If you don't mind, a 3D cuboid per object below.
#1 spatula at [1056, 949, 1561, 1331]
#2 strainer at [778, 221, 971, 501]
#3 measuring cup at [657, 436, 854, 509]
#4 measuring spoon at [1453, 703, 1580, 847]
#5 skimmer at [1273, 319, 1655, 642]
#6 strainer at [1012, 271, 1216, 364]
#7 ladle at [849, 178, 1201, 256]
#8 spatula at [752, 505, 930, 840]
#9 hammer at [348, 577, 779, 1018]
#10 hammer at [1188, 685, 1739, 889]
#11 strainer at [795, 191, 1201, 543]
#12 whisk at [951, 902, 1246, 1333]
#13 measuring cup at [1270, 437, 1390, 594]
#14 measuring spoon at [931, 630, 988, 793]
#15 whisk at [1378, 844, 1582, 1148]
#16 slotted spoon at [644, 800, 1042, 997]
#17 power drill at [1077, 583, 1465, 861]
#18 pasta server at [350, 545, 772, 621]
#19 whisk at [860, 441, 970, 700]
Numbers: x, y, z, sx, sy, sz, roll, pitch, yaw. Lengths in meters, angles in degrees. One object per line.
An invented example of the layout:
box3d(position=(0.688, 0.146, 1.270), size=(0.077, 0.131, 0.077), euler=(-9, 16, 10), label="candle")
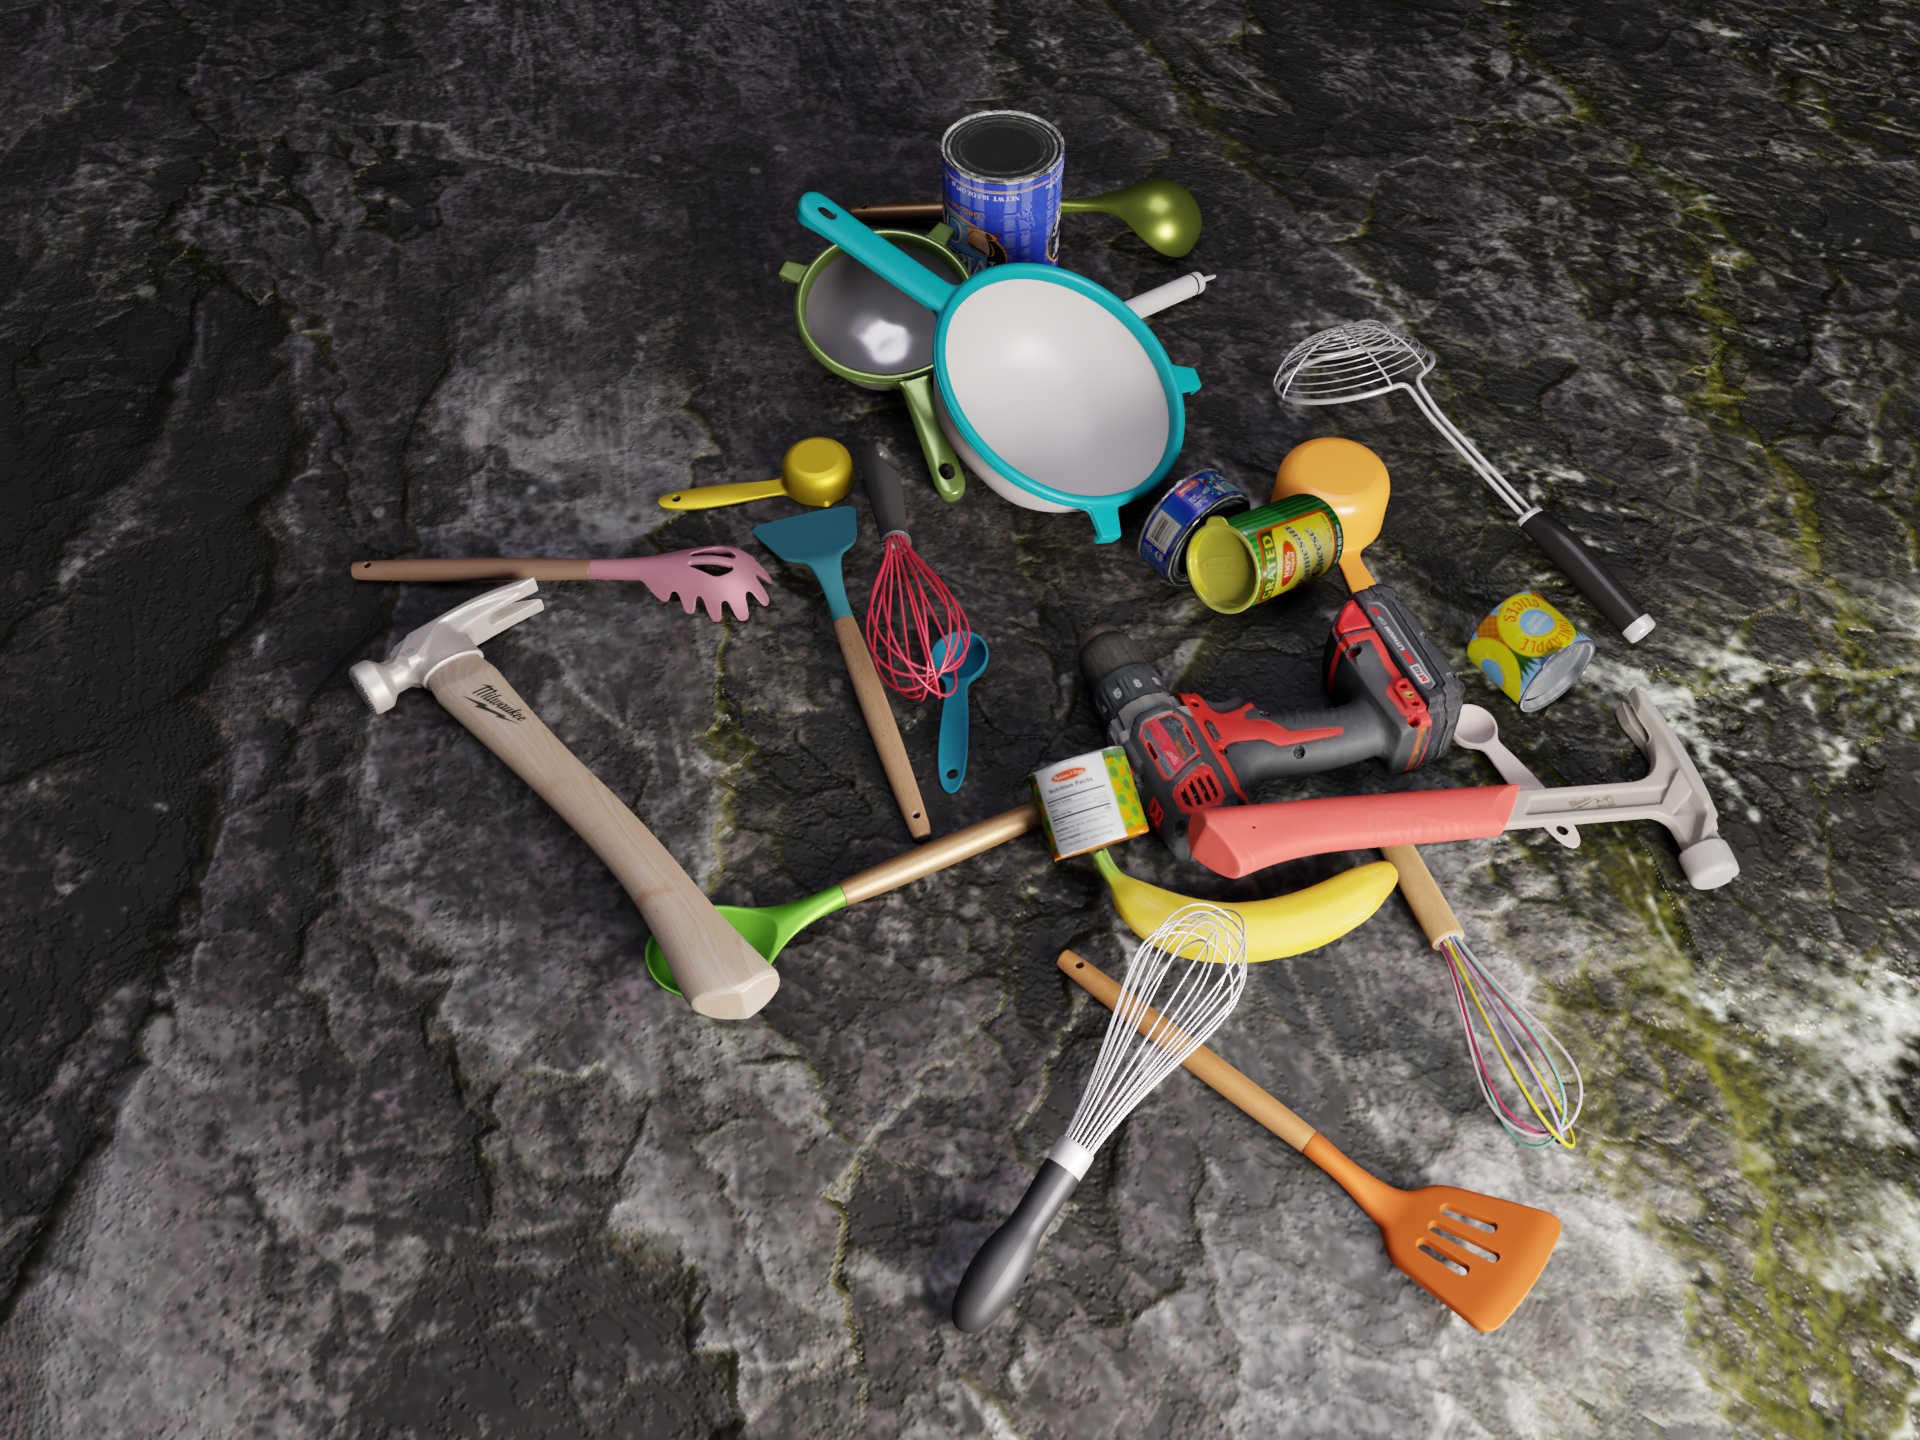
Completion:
box3d(position=(0.185, 0.226, 0.926), size=(0.323, 0.041, 0.081), euler=(34, 61, 24), label="spatula")
box3d(position=(-0.044, -0.281, 1.304), size=(0.151, 0.069, 0.256), euler=(-17, 71, -7), label="strainer")
box3d(position=(-0.161, -0.190, 1.247), size=(0.156, 0.029, 0.062), euler=(-11, 54, -10), label="measuring cup")
box3d(position=(0.376, 0.040, 1.085), size=(0.034, 0.018, 0.124), euler=(-25, 64, -20), label="measuring spoon")
box3d(position=(0.391, -0.185, 1.242), size=(0.127, 0.090, 0.363), euler=(-28, 68, -23), label="skimmer")
box3d(position=(0.124, -0.336, 1.351), size=(0.258, 0.050, 0.087), euler=(-29, 14, -26), label="strainer")
box3d(position=(0.058, -0.455, 1.447), size=(0.320, 0.062, 0.078), euler=(2, 53, 10), label="ladle")
box3d(position=(-0.074, -0.045, 1.145), size=(0.082, 0.044, 0.318), euler=(-14, 59, -11), label="spatula")
box3d(position=(-0.244, 0.045, 1.044), size=(0.146, 0.038, 0.411), euler=(-34, 54, -24), label="hammer")
box3d(position=(0.317, 0.052, 1.026), size=(0.359, 0.036, 0.149), euler=(-3, 53, -14), label="hammer")
box3d(position=(0.008, -0.275, 1.220), size=(0.340, 0.095, 0.211), euler=(34, 59, -7), label="strainer")
box3d(position=(0.081, 0.222, 0.904), size=(0.070, 0.070, 0.285), euler=(29, 70, 20), label="whisk")
box3d(position=(0.293, -0.144, 1.196), size=(0.095, 0.052, 0.174), euler=(-9, 52, -7), label="measuring cup")
box3d(position=(-0.002, -0.004, 1.119), size=(0.042, 0.021, 0.129), euler=(-2, 62, 11), label="measuring spoon")
box3d(position=(0.313, 0.156, 0.984), size=(0.047, 0.051, 0.245), euler=(2, 46, -25), label="whisk")
box3d(position=(-0.052, 0.105, 1.028), size=(0.313, 0.031, 0.070), euler=(-22, 55, -18), label="slotted spoon")
box3d(position=(0.203, -0.017, 1.090), size=(0.226, 0.080, 0.188), euler=(-19, 55, -10), label="power drill")
box3d(position=(-0.301, -0.108, 1.192), size=(0.316, 0.040, 0.060), euler=(0, 53, 5), label="pasta server")
box3d(position=(-0.045, -0.118, 1.165), size=(0.073, 0.073, 0.296), euler=(-8, 43, -6), label="whisk")
